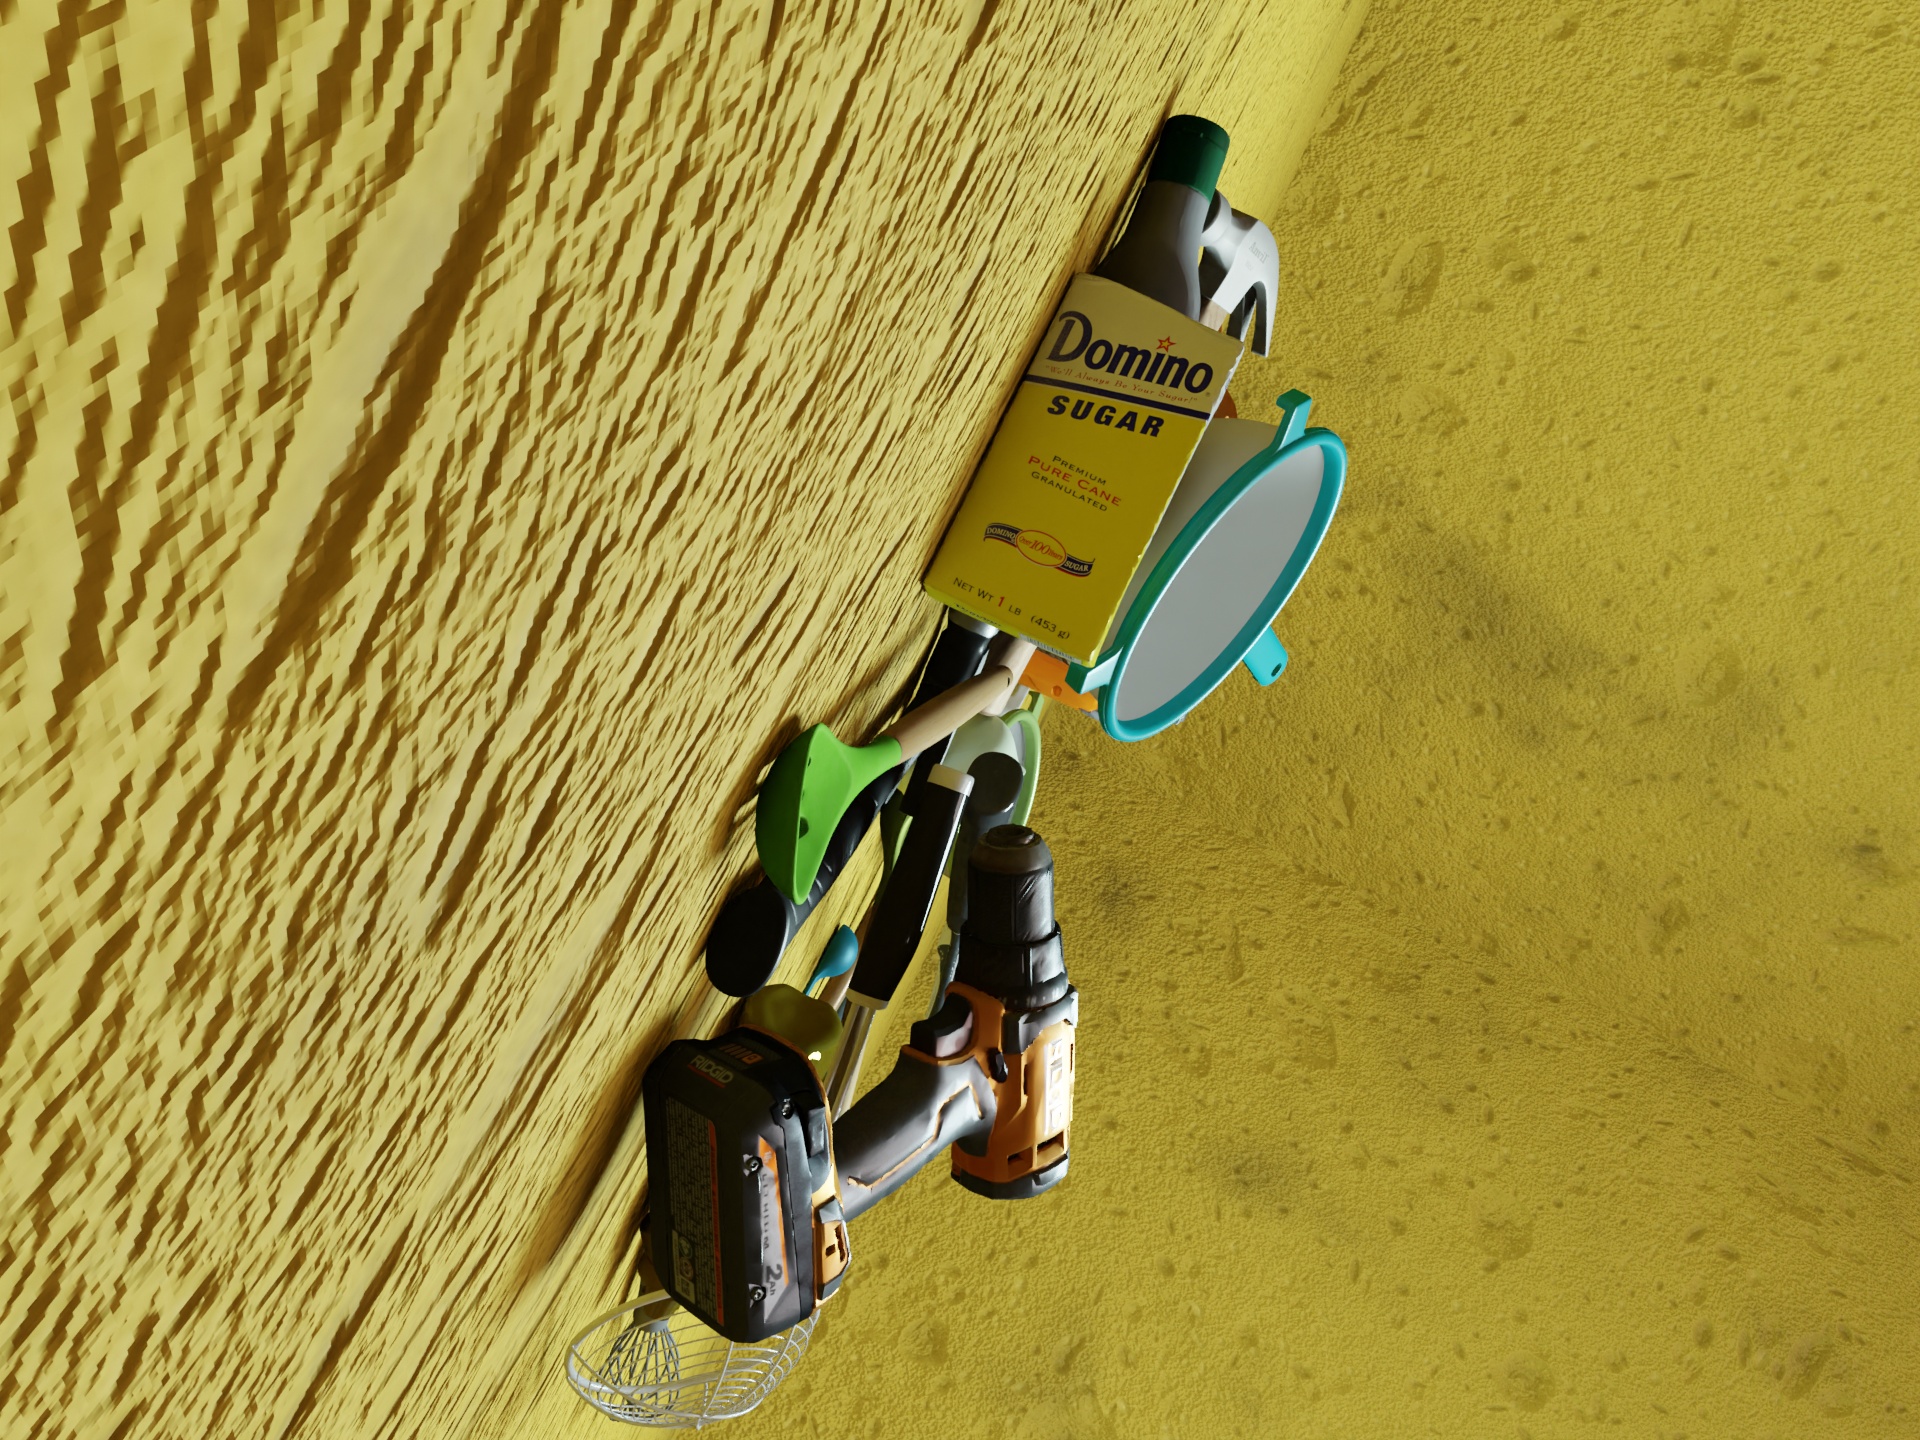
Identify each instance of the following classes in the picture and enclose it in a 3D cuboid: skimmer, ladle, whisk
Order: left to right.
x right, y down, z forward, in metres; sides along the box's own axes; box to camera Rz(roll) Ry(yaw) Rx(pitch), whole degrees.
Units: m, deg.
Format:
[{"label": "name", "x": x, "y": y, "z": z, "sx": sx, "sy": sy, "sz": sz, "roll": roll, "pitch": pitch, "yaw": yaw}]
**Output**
[{"label": "whisk", "x": -0.190, "y": 0.373, "z": 0.993, "sx": 0.055, "sy": 0.055, "sz": 0.238, "roll": -58, "pitch": 169, "yaw": -52}, {"label": "skimmer", "x": -0.086, "y": 0.188, "z": 0.801, "sx": 0.090, "sy": 0.127, "sz": 0.363, "roll": 17, "pitch": -95, "yaw": 50}, {"label": "ladle", "x": -0.040, "y": 0.139, "z": 0.966, "sx": 0.320, "sy": 0.062, "sz": 0.078, "roll": -77, "pitch": -173, "yaw": -49}]

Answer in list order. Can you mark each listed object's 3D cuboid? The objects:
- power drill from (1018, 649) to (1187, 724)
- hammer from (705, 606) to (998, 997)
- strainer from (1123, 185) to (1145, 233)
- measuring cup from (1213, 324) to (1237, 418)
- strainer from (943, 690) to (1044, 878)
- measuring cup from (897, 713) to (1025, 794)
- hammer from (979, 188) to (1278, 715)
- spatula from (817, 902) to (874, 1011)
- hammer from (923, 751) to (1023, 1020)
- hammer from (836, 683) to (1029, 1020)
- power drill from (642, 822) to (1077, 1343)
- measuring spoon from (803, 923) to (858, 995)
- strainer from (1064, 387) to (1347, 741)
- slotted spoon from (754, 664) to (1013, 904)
[{"label": "power drill", "x": 0.111, "y": -0.059, "z": 1.286, "sx": 0.226, "sy": 0.164, "sz": 0.084, "roll": -57, "pitch": 171, "yaw": -72}, {"label": "hammer", "x": -0.051, "y": 0.042, "z": 0.807, "sx": 0.335, "sy": 0.035, "sz": 0.146, "roll": -55, "pitch": 169, "yaw": -63}, {"label": "strainer", "x": 0.068, "y": -0.188, "z": 0.880, "sx": 0.258, "sy": 0.050, "sz": 0.087, "roll": -68, "pitch": 161, "yaw": 5}, {"label": "measuring cup", "x": 0.140, "y": -0.228, "z": 1.048, "sx": 0.174, "sy": 0.052, "sz": 0.095, "roll": -99, "pitch": -156, "yaw": -58}, {"label": "strainer", "x": -0.002, "y": 0.102, "z": 1.240, "sx": 0.151, "sy": 0.069, "sz": 0.256, "roll": -43, "pitch": 145, "yaw": -54}, {"label": "measuring cup", "x": -0.002, "y": -0.003, "z": 1.034, "sx": 0.168, "sy": 0.083, "sz": 0.038, "roll": -89, "pitch": 171, "yaw": -56}, {"label": "hammer", "x": 0.092, "y": -0.148, "z": 0.957, "sx": 0.130, "sy": 0.031, "sz": 0.331, "roll": 9, "pitch": 114, "yaw": -56}, {"label": "spatula", "x": -0.060, "y": 0.163, "z": 1.285, "sx": 0.044, "sy": 0.082, "sz": 0.317, "roll": 40, "pitch": 78, "yaw": -48}, {"label": "hammer", "x": -0.002, "y": 0.128, "z": 0.982, "sx": 0.408, "sy": 0.036, "sz": 0.149, "roll": 100, "pitch": 11, "yaw": -62}, {"label": "hammer", "x": -0.041, "y": 0.133, "z": 1.365, "sx": 0.386, "sy": 0.038, "sz": 0.143, "roll": -62, "pitch": 178, "yaw": -21}, {"label": "power drill", "x": -0.031, "y": 0.156, "z": 0.728, "sx": 0.226, "sy": 0.084, "sz": 0.185, "roll": -14, "pitch": 111, "yaw": -43}, {"label": "measuring spoon", "x": -0.107, "y": 0.208, "z": 1.161, "sx": 0.129, "sy": 0.021, "sz": 0.042, "roll": -61, "pitch": 175, "yaw": -26}, {"label": "strainer", "x": 0.142, "y": -0.086, "z": 0.978, "sx": 0.211, "sy": 0.095, "sz": 0.340, "roll": -52, "pitch": 159, "yaw": 3}, {"label": "slotted spoon", "x": -0.026, "y": 0.010, "z": 0.733, "sx": 0.314, "sy": 0.031, "sz": 0.070, "roll": -35, "pitch": 132, "yaw": -68}]
